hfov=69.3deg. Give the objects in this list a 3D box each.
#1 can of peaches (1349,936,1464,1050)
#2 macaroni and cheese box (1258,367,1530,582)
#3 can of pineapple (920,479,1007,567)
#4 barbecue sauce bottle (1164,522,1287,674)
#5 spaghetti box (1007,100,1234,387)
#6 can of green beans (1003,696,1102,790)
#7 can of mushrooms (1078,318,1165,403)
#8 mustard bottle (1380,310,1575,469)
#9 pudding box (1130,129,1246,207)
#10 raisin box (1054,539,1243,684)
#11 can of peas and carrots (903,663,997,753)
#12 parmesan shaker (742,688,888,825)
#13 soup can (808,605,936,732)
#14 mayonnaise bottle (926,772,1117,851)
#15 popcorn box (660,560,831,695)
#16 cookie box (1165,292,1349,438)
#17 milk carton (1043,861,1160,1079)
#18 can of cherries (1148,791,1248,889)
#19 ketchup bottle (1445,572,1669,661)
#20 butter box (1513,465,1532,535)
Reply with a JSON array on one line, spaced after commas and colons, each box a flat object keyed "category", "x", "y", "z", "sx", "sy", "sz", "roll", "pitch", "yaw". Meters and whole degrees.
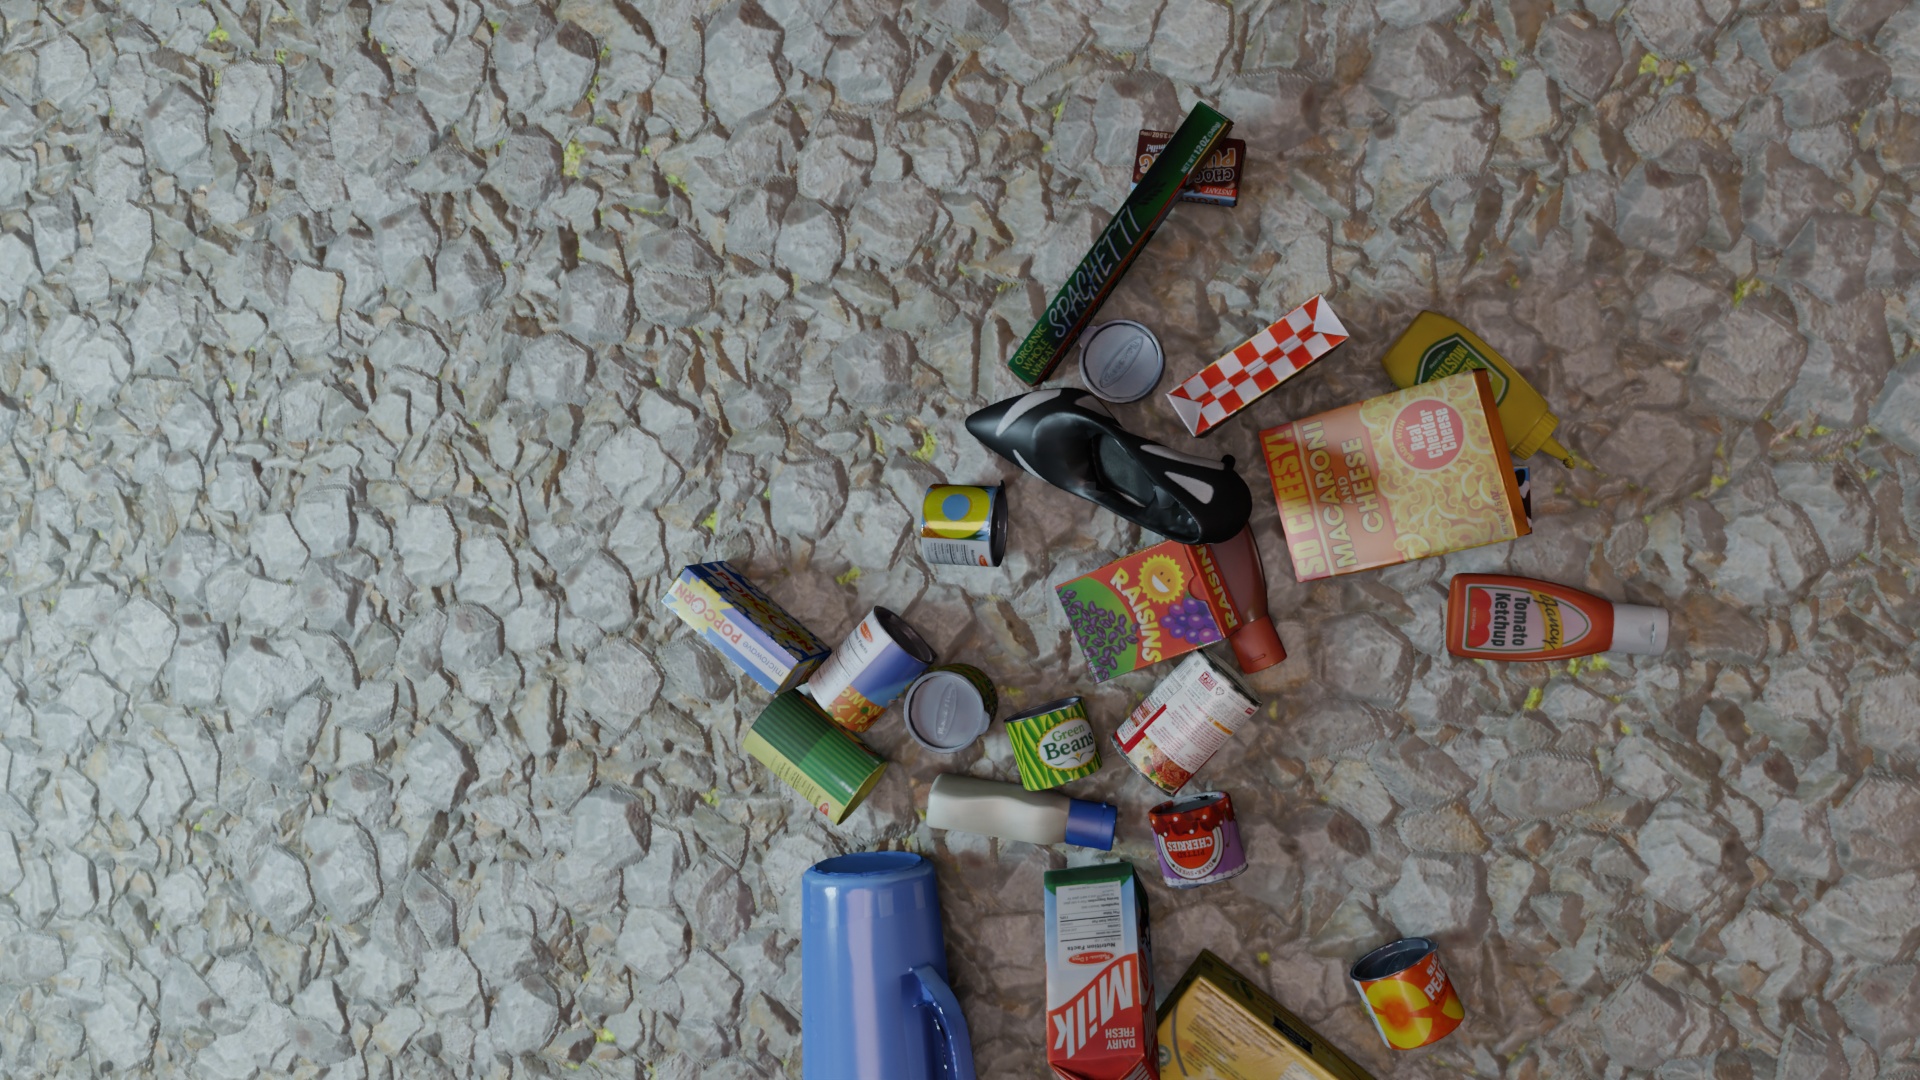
[{"category": "can of peaches", "x": 0.338, "y": 0.340, "z": 1.045, "sx": 0.071, "sy": 0.071, "sz": 0.058, "roll": -26, "pitch": 86, "yaw": 12}, {"category": "macaroni and cheese box", "x": 0.317, "y": -0.045, "z": 1.026, "sx": 0.166, "sy": 0.040, "sz": 0.123, "roll": -16, "pitch": 87, "yaw": 36}, {"category": "can of pineapple", "x": 0.004, "y": -0.014, "z": 1.117, "sx": 0.058, "sy": 0.071, "sz": 0.071, "roll": 3, "pitch": 92, "yaw": 13}, {"category": "barbecue sauce bottle", "x": 0.208, "y": 0.029, "z": 1.081, "sx": 0.065, "sy": 0.044, "sz": 0.148, "roll": -24, "pitch": 86, "yaw": 19}, {"category": "spaghetti box", "x": 0.121, "y": -0.225, "z": 1.071, "sx": 0.029, "sy": 0.050, "sz": 0.249, "roll": 39, "pitch": 109, "yaw": 6}, {"category": "can of green beans", "x": 0.074, "y": 0.161, "z": 1.103, "sx": 0.071, "sy": 0.071, "sz": 0.058, "roll": -18, "pitch": 88, "yaw": 13}, {"category": "can of mushrooms", "x": 0.127, "y": -0.143, "z": 1.102, "sx": 0.071, "sy": 0.033, "sz": 0.071, "roll": 1, "pitch": 92, "yaw": 13}, {"category": "mustard bottle", "x": 0.393, "y": -0.105, "z": 1.033, "sx": 0.160, "sy": 0.049, "sz": 0.065, "roll": 38, "pitch": 104, "yaw": 10}, {"category": "pudding box", "x": 0.178, "y": -0.291, "z": 1.089, "sx": 0.084, "sy": 0.030, "sz": 0.049, "roll": 10, "pitch": 95, "yaw": 13}, {"category": "raisin box", "x": 0.144, "y": 0.051, "z": 1.076, "sx": 0.123, "sy": 0.040, "sz": 0.086, "roll": -24, "pitch": 86, "yaw": 35}, {"category": "can of peas and carrots", "x": -0.004, "y": 0.135, "z": 1.124, "sx": 0.071, "sy": 0.059, "sz": 0.071, "roll": 0, "pitch": 92, "yaw": 12}, {"category": "parmesan shaker", "x": -0.119, "y": 0.176, "z": 1.146, "sx": 0.103, "sy": 0.071, "sz": 0.071, "roll": 38, "pitch": 99, "yaw": 10}, {"category": "soup can", "x": -0.071, "y": 0.107, "z": 1.137, "sx": 0.071, "sy": 0.071, "sz": 0.083, "roll": 45, "pitch": 101, "yaw": 8}, {"category": "mayonnaise bottle", "x": 0.050, "y": 0.219, "z": 1.114, "sx": 0.148, "sy": 0.065, "sz": 0.041, "roll": 8, "pitch": 97, "yaw": 9}, {"category": "popcorn box", "x": -0.175, "y": 0.071, "z": 1.149, "sx": 0.127, "sy": 0.085, "sz": 0.038, "roll": 39, "pitch": 100, "yaw": 9}, {"category": "cookie box", "x": 0.214, "y": -0.124, "z": 1.014, "sx": 0.123, "sy": 0.167, "sz": 0.040, "roll": -34, "pitch": 87, "yaw": 12}, {"category": "milk carton", "x": 0.106, "y": 0.347, "z": 1.045, "sx": 0.073, "sy": 0.072, "sz": 0.191, "roll": -10, "pitch": 49, "yaw": 13}, {"category": "can of cherries", "x": 0.183, "y": 0.232, "z": 1.077, "sx": 0.071, "sy": 0.071, "sz": 0.058, "roll": -14, "pitch": 88, "yaw": 13}, {"category": "ketchup bottle", "x": 0.440, "y": 0.060, "z": 1.029, "sx": 0.149, "sy": 0.043, "sz": 0.064, "roll": 4, "pitch": 92, "yaw": 12}, {"category": "butter box", "x": 0.376, "y": -0.028, "z": 1.051, "sx": 0.103, "sy": 0.024, "sz": 0.053, "roll": -3, "pitch": 90, "yaw": 13}]
